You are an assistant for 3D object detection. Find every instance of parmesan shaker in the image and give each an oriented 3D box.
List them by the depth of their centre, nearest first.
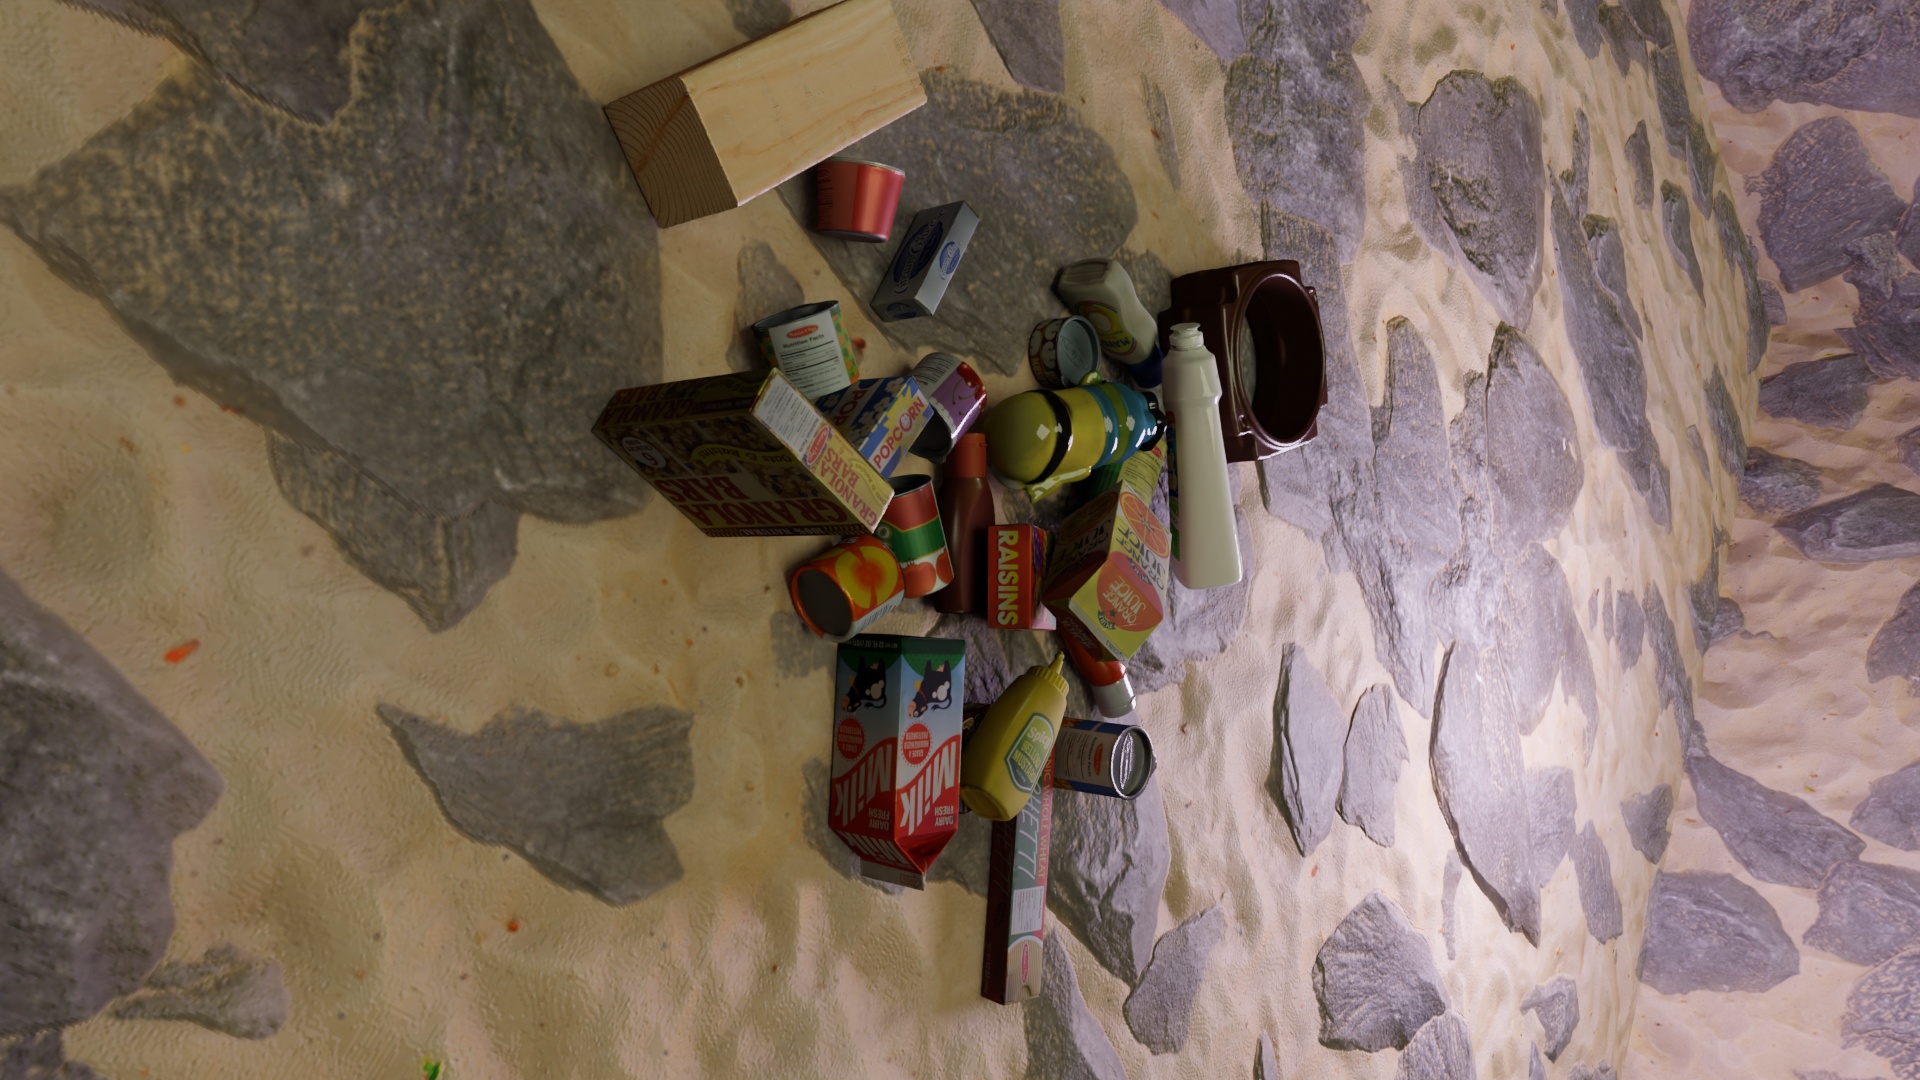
[{"bbox_3d":[0.144,-0.051,1.289,0.071,0.071,0.103,39,63,-41],"label":"parmesan shaker"}]

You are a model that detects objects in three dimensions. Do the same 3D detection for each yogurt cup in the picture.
[{"bbox_3d":[-0.078,-0.256,1.048,0.072,0.072,0.054,2,96,-47],"label":"yogurt cup"}]

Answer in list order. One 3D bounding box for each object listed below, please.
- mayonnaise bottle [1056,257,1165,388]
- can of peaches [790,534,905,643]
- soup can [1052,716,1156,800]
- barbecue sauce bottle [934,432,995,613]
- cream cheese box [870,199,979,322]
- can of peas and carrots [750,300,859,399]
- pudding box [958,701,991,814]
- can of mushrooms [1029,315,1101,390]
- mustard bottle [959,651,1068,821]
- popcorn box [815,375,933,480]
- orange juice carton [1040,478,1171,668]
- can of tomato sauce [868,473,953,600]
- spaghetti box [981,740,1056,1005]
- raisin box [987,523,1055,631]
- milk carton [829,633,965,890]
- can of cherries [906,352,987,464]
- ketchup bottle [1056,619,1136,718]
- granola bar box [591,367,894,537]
[{"bbox_3d":[0.150,-0.201,1.299,0.147,0.064,0.041,47,56,-41],"label":"mayonnaise bottle"},{"bbox_3d":[-0.086,0.033,1.039,0.058,0.071,0.071,-34,115,-41],"label":"can of peaches"},{"bbox_3d":[0.123,0.196,1.251,0.071,0.083,0.071,-1,91,-48],"label":"soup can"},{"bbox_3d":[0.004,-0.014,1.151,0.065,0.043,0.148,-1,90,-60],"label":"barbecue sauce bottle"},{"bbox_3d":[-0.028,-0.222,1.109,0.024,0.053,0.104,43,60,-37],"label":"cream cheese box"},{"bbox_3d":[-0.112,-0.138,1.011,0.071,0.071,0.058,-32,114,-43],"label":"can of peas and carrots"},{"bbox_3d":[0.004,0.181,1.162,0.050,0.030,0.083,-11,98,-48],"label":"pudding box"},{"bbox_3d":[0.094,-0.167,1.257,0.071,0.033,0.071,-1,91,-48],"label":"can of mushrooms"},{"bbox_3d":[0.052,0.153,1.154,0.065,0.049,0.161,55,53,-35],"label":"mustard bottle"},{"bbox_3d":[-0.087,-0.064,1.021,0.038,0.085,0.127,56,52,-33],"label":"popcorn box"},{"bbox_3d":[0.123,0.032,1.156,0.071,0.073,0.194,48,26,-14],"label":"orange juice carton"},{"bbox_3d":[-0.047,-0.002,1.080,0.071,0.071,0.083,-29,111,-44],"label":"can of tomato sauce"},{"bbox_3d":[0.053,0.274,1.216,0.050,0.028,0.250,8,84,-47],"label":"spaghetti box"},{"bbox_3d":[0.053,0.033,1.165,0.123,0.040,0.086,19,71,-76],"label":"raisin box"},{"bbox_3d":[-0.049,0.169,1.073,0.073,0.072,0.190,6,86,-48],"label":"milk carton"},{"bbox_3d":[-0.020,-0.106,1.110,0.059,0.071,0.071,-52,126,-35],"label":"can of cherries"},{"bbox_3d":[0.125,0.094,1.283,0.065,0.043,0.148,-45,122,-46],"label":"ketchup bottle"},{"bbox_3d":[-0.142,-0.053,0.903,0.124,0.165,0.039,47,57,-37],"label":"granola bar box"}]
